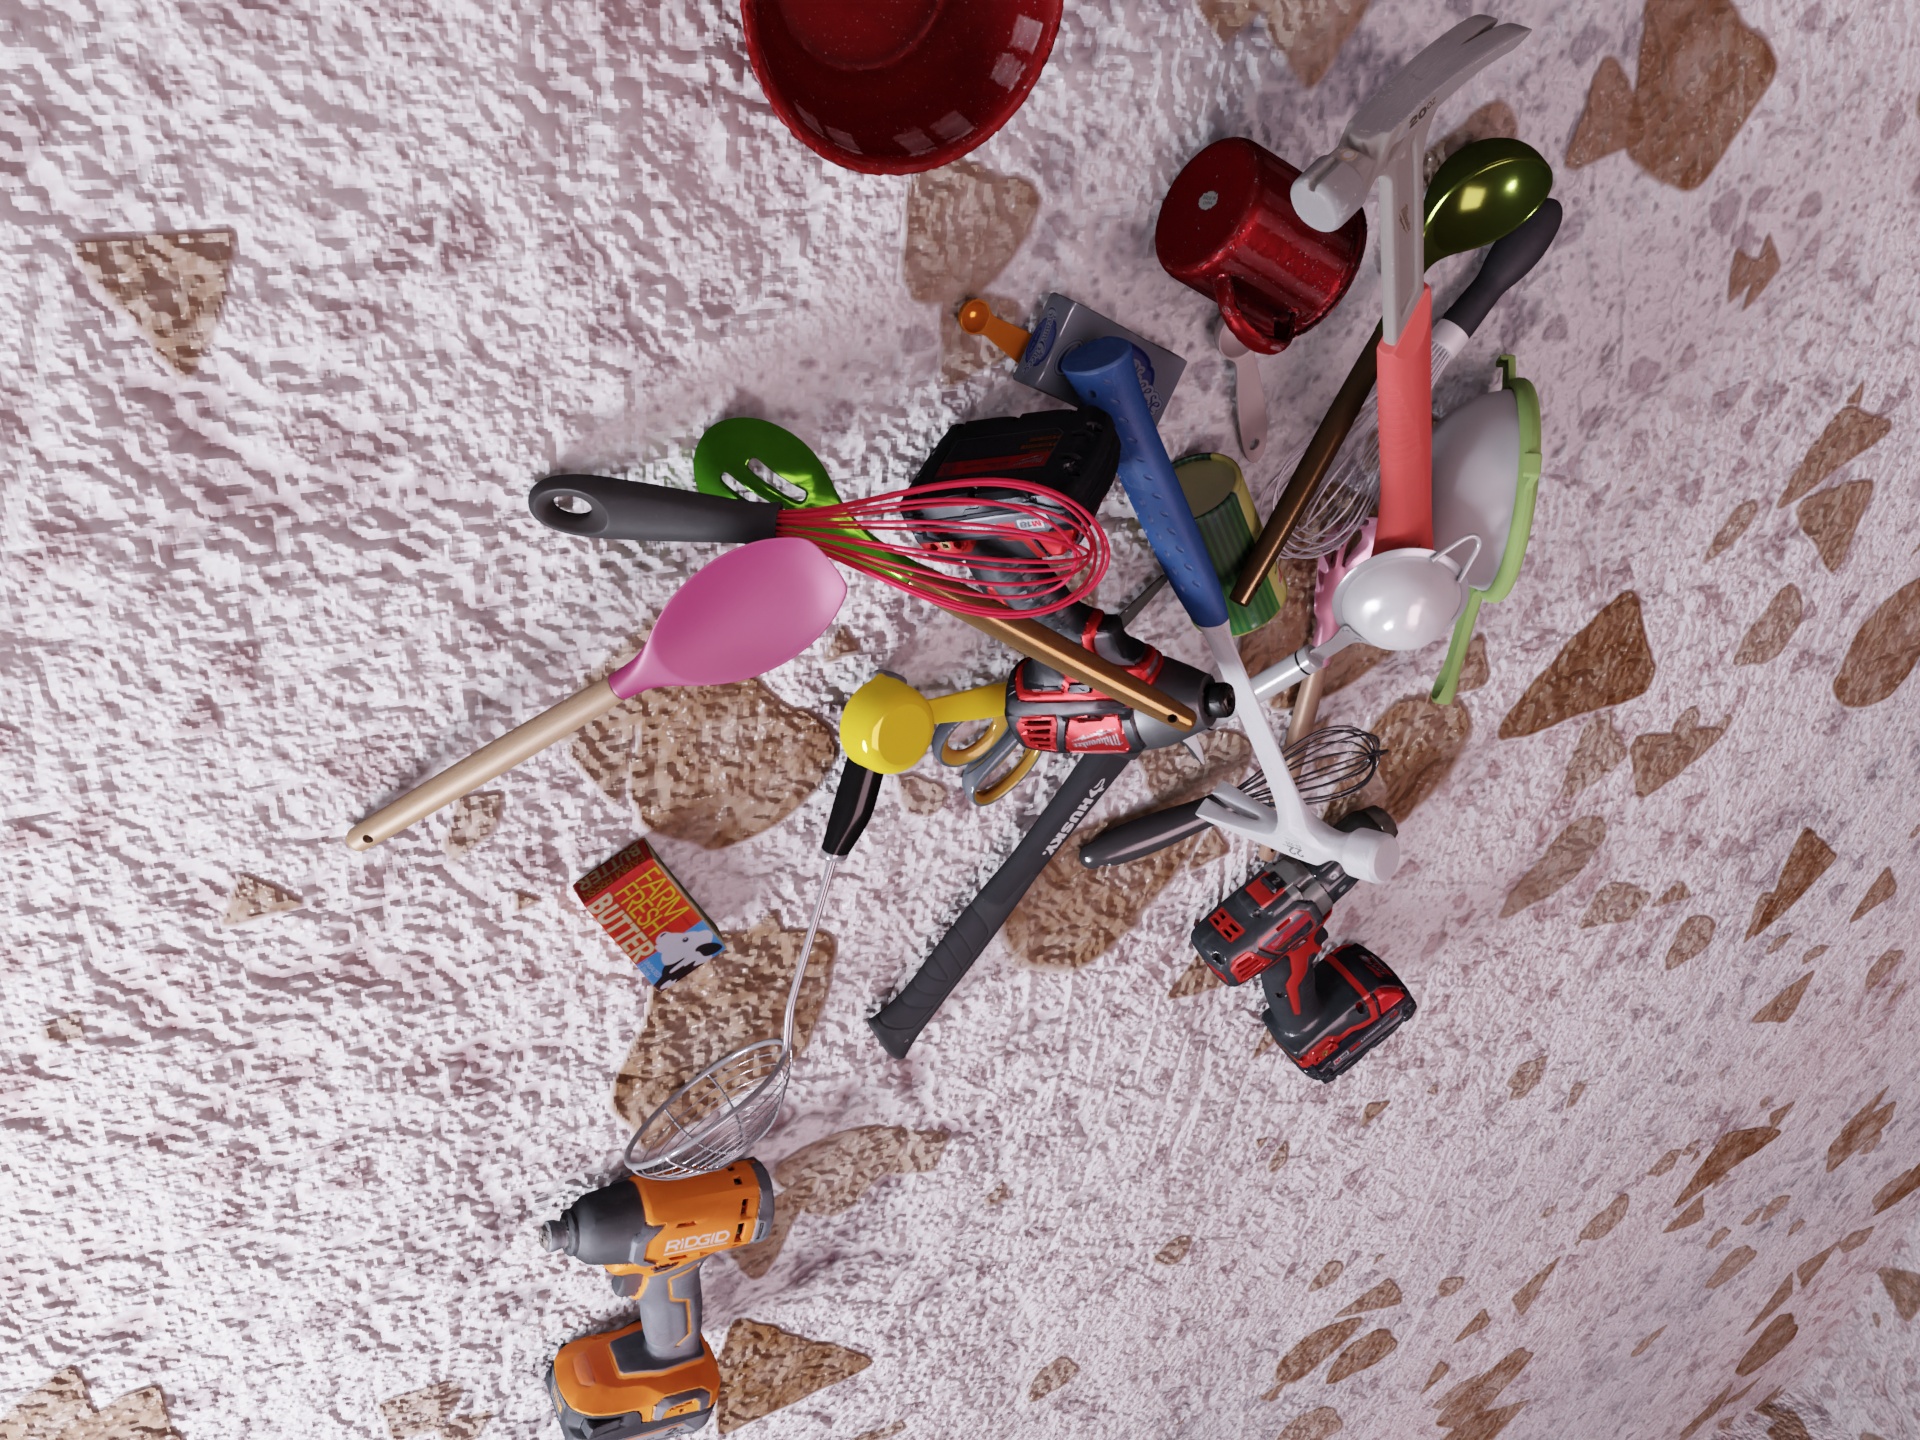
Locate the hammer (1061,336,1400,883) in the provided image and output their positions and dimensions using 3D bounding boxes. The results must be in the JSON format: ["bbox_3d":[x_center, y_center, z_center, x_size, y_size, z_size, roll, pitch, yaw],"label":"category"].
[{"bbox_3d":[0.152,-0.055,0.979,0.035,0.144,0.405,-48,128,-24],"label":"hammer"}]

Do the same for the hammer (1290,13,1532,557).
[{"bbox_3d":[0.259,-0.208,0.907,0.149,0.037,0.358,-43,146,-13],"label":"hammer"}]

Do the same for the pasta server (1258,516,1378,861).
[{"bbox_3d":[0.260,-0.016,1.168,0.060,0.040,0.316,-6,127,-17],"label":"pasta server"}]

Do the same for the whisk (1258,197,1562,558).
[{"bbox_3d":[0.293,-0.220,1.025,0.284,0.070,0.070,-52,134,5],"label":"whisk"}]

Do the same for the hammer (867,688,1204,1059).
[{"bbox_3d":[0.041,0.111,1.117,0.146,0.035,0.334,17,115,-48],"label":"hammer"}]

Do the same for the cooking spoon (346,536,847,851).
[{"bbox_3d":[-0.197,-0.006,0.822,0.319,0.017,0.068,-28,124,16],"label":"cooking spoon"}]

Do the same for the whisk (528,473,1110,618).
[{"bbox_3d":[-0.072,-0.097,0.801,0.296,0.073,0.073,6,125,3],"label":"whisk"}]

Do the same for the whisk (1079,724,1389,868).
[{"bbox_3d":[0.199,0.060,1.159,0.239,0.055,0.055,-21,133,-1],"label":"whisk"}]

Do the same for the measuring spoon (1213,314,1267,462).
[{"bbox_3d":[0.175,-0.209,0.988,0.034,0.018,0.124,-33,141,-10],"label":"measuring spoon"}]

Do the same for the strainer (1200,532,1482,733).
[{"bbox_3d":[0.240,-0.042,1.060,0.086,0.050,0.258,31,137,-26],"label":"strainer"}]

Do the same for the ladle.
[{"bbox_3d":[0.256,-0.207,0.964,0.320,0.062,0.078,-61,148,2],"label":"ladle"}]

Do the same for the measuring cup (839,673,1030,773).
[{"bbox_3d":[-0.002,-0.003,0.981,0.156,0.029,0.062,-11,113,-34],"label":"measuring cup"}]

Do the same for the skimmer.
[{"bbox_3d":[-0.125,0.131,1.015,0.090,0.127,0.363,18,103,-1],"label":"skimmer"}]

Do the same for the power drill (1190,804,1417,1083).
[{"bbox_3d":[0.305,0.183,1.322,0.188,0.080,0.226,-39,132,-2],"label":"power drill"}]

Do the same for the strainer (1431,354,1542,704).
[{"bbox_3d":[0.336,-0.116,1.103,0.069,0.152,0.256,6,130,5],"label":"strainer"}]

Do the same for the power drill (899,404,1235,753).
[{"bbox_3d":[0.067,-0.067,0.919,0.219,0.143,0.079,61,42,-36],"label":"power drill"}]

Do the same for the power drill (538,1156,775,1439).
[{"bbox_3d":[-0.235,0.421,1.151,0.164,0.084,0.226,1,118,-32],"label":"power drill"}]

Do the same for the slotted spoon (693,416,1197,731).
[{"bbox_3d":[-0.003,-0.069,0.863,0.313,0.031,0.070,27,121,-14],"label":"slotted spoon"}]

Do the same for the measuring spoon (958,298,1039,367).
[{"bbox_3d":[0.038,-0.209,0.902,0.116,0.011,0.021,20,103,-44],"label":"measuring spoon"}]
